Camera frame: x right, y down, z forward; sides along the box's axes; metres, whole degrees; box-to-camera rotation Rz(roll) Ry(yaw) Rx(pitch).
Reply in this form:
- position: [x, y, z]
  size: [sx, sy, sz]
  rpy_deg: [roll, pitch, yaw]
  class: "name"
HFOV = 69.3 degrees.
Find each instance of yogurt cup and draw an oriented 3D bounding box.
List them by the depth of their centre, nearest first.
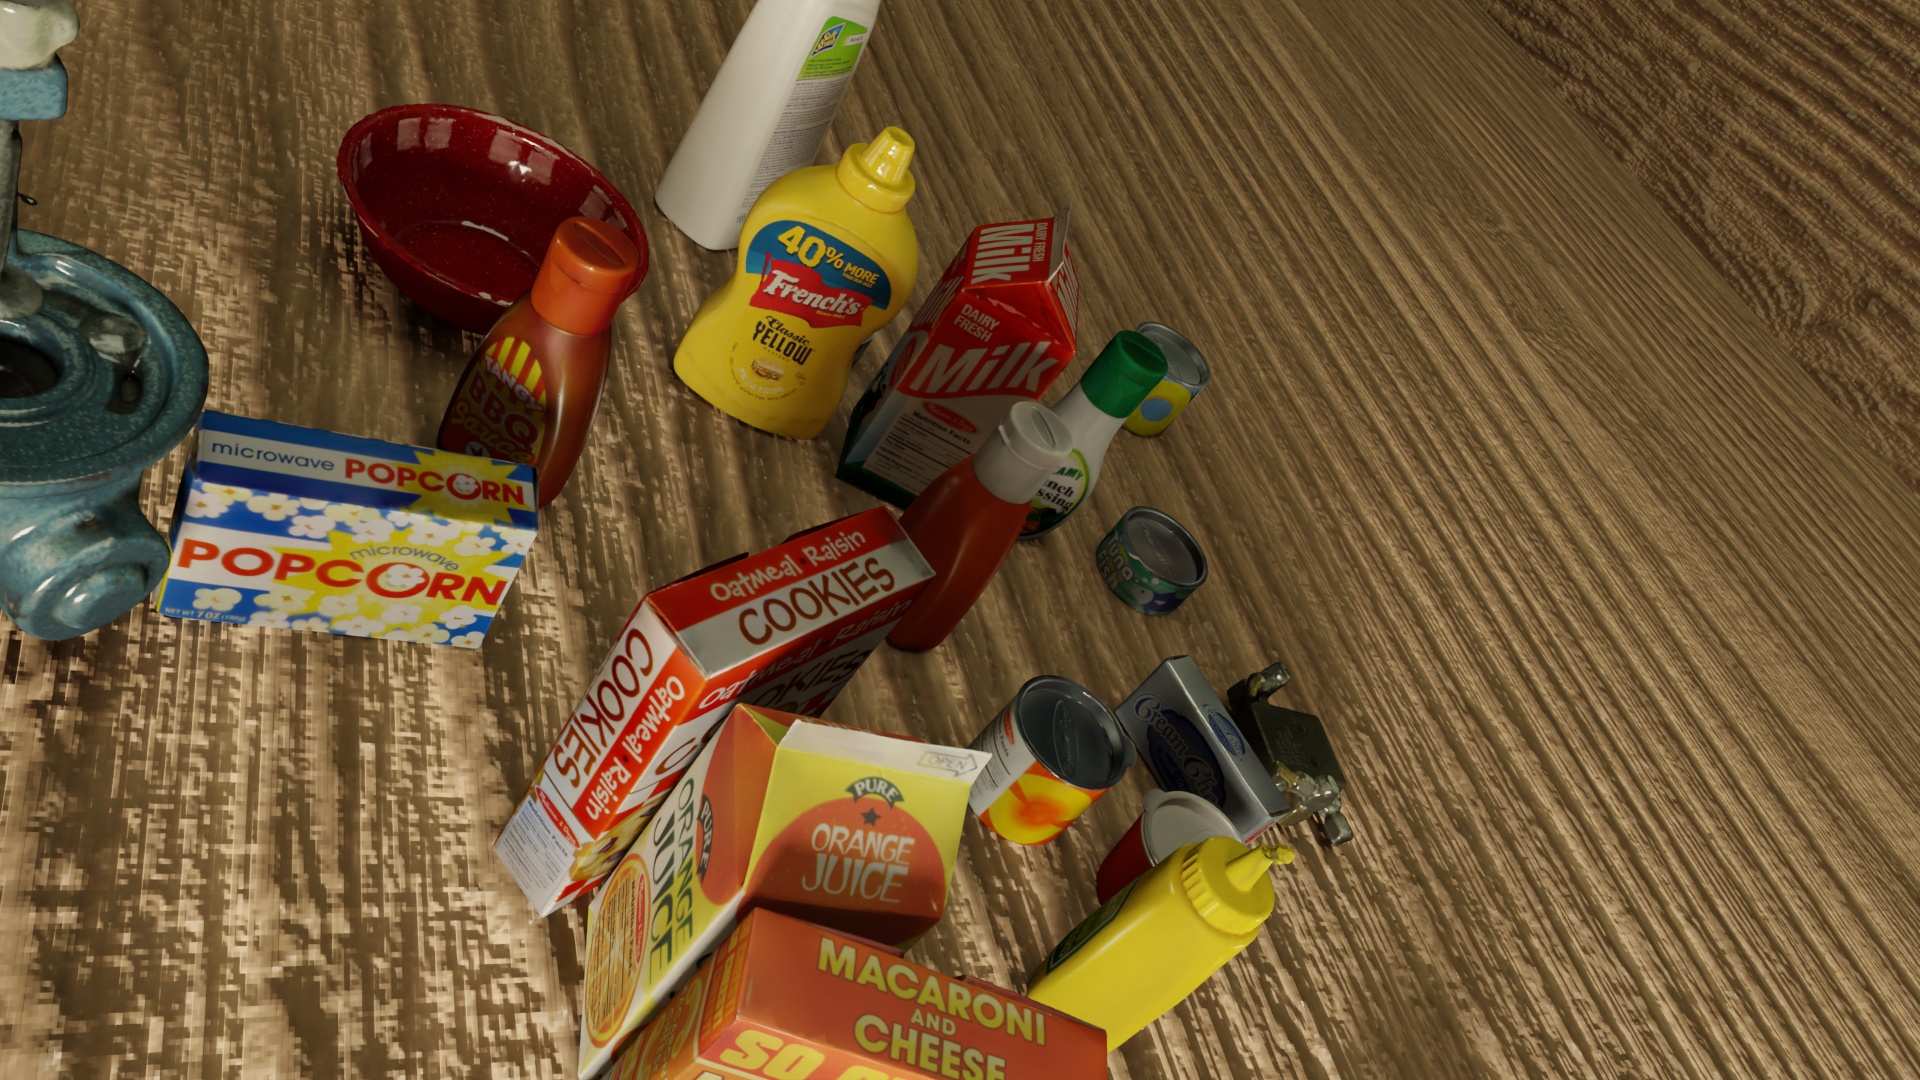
- position: [0.105, 0.168, 0.695]
  size: [0.072, 0.053, 0.073]
  rpy_deg: [23, 40, -20]
  class: "yogurt cup"

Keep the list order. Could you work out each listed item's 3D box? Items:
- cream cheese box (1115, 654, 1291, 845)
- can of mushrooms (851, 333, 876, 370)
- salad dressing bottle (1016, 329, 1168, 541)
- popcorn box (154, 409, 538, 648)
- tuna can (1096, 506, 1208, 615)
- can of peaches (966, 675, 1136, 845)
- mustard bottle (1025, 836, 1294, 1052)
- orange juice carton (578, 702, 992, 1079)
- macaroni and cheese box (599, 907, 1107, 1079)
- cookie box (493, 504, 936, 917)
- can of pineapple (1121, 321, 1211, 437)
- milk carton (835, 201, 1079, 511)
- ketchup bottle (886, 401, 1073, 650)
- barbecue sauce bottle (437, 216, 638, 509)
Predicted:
- position: [0.132, 0.120, 0.767]
  size: [0.024, 0.053, 0.104]
  rpy_deg: [-5, 55, -43]
  class: "cream cheese box"
- position: [-0.088, -0.133, 0.866]
  size: [0.071, 0.033, 0.071]
  rpy_deg: [23, 40, -20]
  class: "can of mushrooms"
- position: [0.066, -0.061, 0.824]
  size: [0.064, 0.147, 0.044]
  rpy_deg: [26, 39, -17]
  class: "salad dressing bottle"
- position: [-0.244, -0.001, 0.557]
  size: [0.127, 0.084, 0.038]
  rpy_deg: [10, 45, -32]
  class: "popcorn box"
- position: [0.120, 0.013, 0.886]
  size: [0.071, 0.032, 0.071]
  rpy_deg: [23, 40, -20]
  class: "tuna can"
- position: [0.043, 0.112, 0.699]
  size: [0.071, 0.057, 0.071]
  rpy_deg: [23, 40, -20]
  class: "can of peaches"
- position: [0.089, 0.166, 0.595]
  size: [0.049, 0.159, 0.065]
  rpy_deg: [44, 37, 7]
  class: "mustard bottle"
- position: [-0.067, 0.121, 0.487]
  size: [0.072, 0.191, 0.073]
  rpy_deg: [16, 42, -27]
  class: "orange juice carton"
- position: [-0.048, 0.190, 0.452]
  size: [0.124, 0.165, 0.040]
  rpy_deg: [25, 39, -17]
  class: "macaroni and cheese box"
- position: [-0.097, 0.065, 0.541]
  size: [0.040, 0.166, 0.123]
  rpy_deg: [49, 38, 14]
  class: "cookie box"
- position: [0.138, -0.118, 1.017]
  size: [0.071, 0.057, 0.071]
  rpy_deg: [23, 40, -20]
  class: "can of pineapple"
- position: [0.008, -0.103, 0.785]
  size: [0.073, 0.189, 0.073]
  rpy_deg: [27, 38, -15]
  class: "milk carton"
- position: [0.003, -0.009, 0.716]
  size: [0.043, 0.148, 0.065]
  rpy_deg: [7, 47, -35]
  class: "ketchup bottle"
- position: [-0.189, -0.080, 0.632]
  size: [0.065, 0.147, 0.044]
  rpy_deg: [42, 37, 5]
  class: "barbecue sauce bottle"
